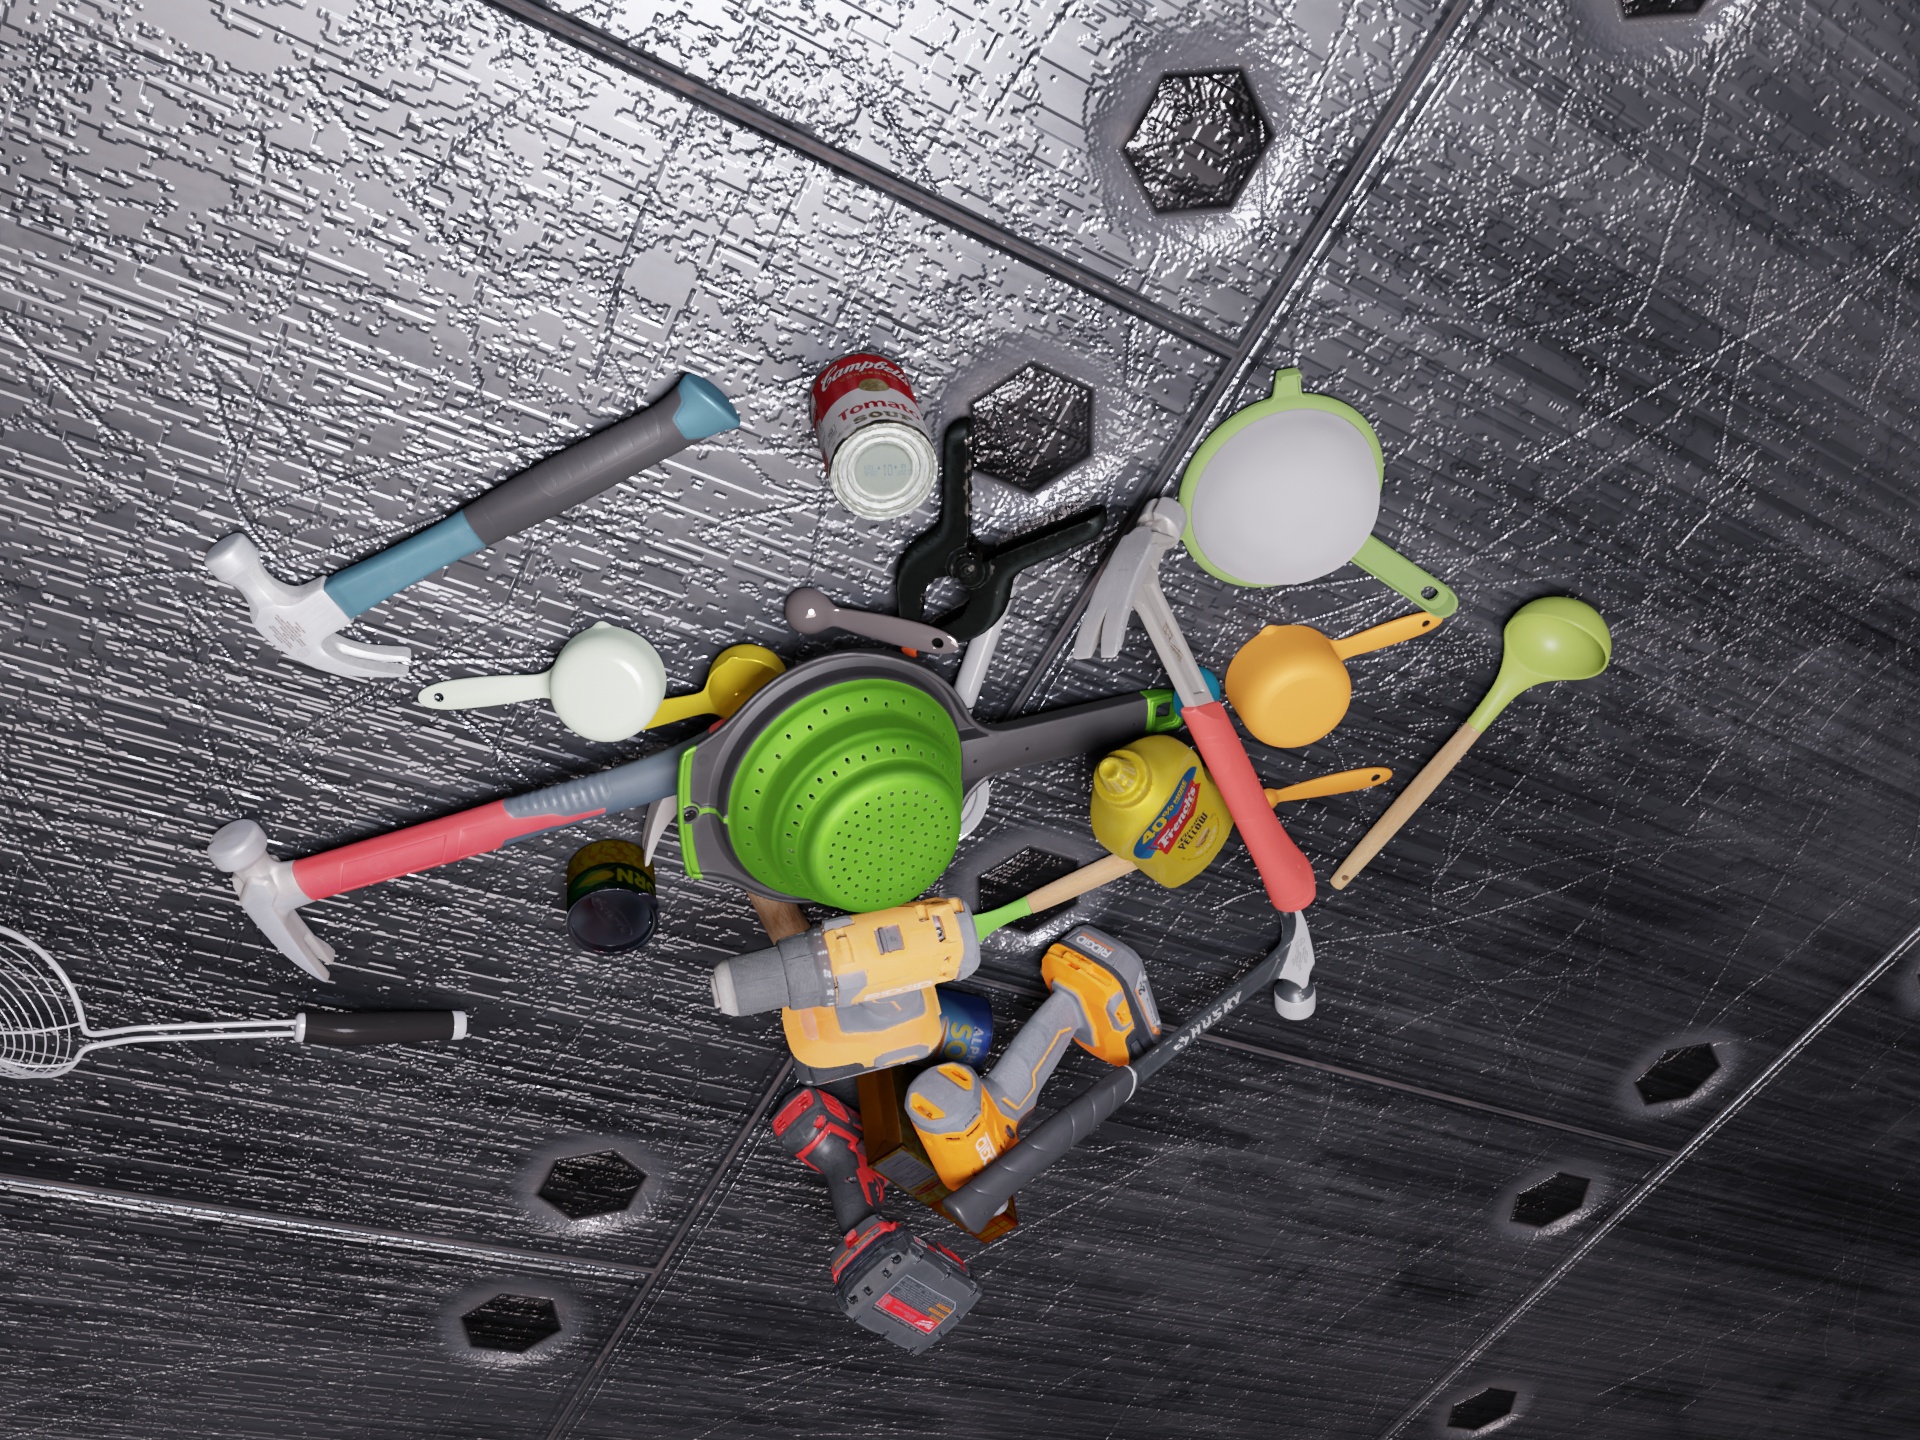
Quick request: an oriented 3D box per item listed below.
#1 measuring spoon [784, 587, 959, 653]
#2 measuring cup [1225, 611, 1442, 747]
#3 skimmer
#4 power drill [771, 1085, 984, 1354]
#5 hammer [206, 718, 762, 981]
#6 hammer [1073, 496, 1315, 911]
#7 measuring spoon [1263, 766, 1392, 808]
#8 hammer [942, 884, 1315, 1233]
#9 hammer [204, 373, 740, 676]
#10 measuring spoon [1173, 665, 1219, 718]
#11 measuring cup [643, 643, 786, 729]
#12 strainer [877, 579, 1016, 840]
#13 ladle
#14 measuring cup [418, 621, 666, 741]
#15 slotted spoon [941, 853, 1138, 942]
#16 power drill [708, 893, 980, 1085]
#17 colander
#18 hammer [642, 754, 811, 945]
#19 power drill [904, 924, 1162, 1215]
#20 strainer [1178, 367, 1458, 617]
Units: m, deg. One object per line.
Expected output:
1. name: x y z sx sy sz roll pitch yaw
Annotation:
1. measuring spoon: -0.062 -0.062 1.086 0.124 0.018 0.034 13 122 4
2. measuring cup: 0.289 -0.037 1.197 0.173 0.052 0.095 -20 128 4
3. skimmer: -0.559 0.209 1.184 0.363 0.090 0.127 5 122 -29
4. power drill: -0.072 0.411 1.334 0.078 0.220 0.143 -44 126 3
5. hammer: -0.317 0.083 1.126 0.386 0.038 0.143 -16 129 4
6. hammer: 0.181 0.022 1.135 0.037 0.149 0.358 -2 135 34
7. measuring spoon: 0.297 0.056 1.293 0.117 0.011 0.021 -11 127 -6
8. hammer: 0.148 0.282 1.296 0.409 0.036 0.149 -31 129 -28
9. hammer: -0.293 -0.128 0.998 0.331 0.033 0.128 -26 127 6
10. measuring spoon: 0.200 0.009 1.221 0.042 0.021 0.128 -48 132 -14
11. measuring cup: -0.195 -0.017 1.116 0.156 0.029 0.062 -12 126 10
12. strainer: -0.002 -0.004 1.159 0.086 0.050 0.258 10 117 -19
13. ladle: 0.395 0.029 1.272 0.078 0.062 0.320 33 119 -2
14. measuring cup: -0.284 -0.018 1.070 0.167 0.038 0.083 -6 109 -3
15. slotted spoon: 0.079 0.138 1.291 0.314 0.031 0.070 -24 129 3
16. power drill: -0.090 0.201 1.166 0.185 0.084 0.226 -11 156 -13
17. colander: 0.007 0.045 1.108 0.397 0.095 0.204 -12 124 -24
18. hammer: -0.144 0.151 1.242 0.130 0.031 0.331 -21 128 1
19. power drill: 0.063 0.295 1.304 0.226 0.084 0.164 -41 132 -25
20. strainer: 0.272 -0.122 1.119 0.256 0.069 0.151 27 115 -27
